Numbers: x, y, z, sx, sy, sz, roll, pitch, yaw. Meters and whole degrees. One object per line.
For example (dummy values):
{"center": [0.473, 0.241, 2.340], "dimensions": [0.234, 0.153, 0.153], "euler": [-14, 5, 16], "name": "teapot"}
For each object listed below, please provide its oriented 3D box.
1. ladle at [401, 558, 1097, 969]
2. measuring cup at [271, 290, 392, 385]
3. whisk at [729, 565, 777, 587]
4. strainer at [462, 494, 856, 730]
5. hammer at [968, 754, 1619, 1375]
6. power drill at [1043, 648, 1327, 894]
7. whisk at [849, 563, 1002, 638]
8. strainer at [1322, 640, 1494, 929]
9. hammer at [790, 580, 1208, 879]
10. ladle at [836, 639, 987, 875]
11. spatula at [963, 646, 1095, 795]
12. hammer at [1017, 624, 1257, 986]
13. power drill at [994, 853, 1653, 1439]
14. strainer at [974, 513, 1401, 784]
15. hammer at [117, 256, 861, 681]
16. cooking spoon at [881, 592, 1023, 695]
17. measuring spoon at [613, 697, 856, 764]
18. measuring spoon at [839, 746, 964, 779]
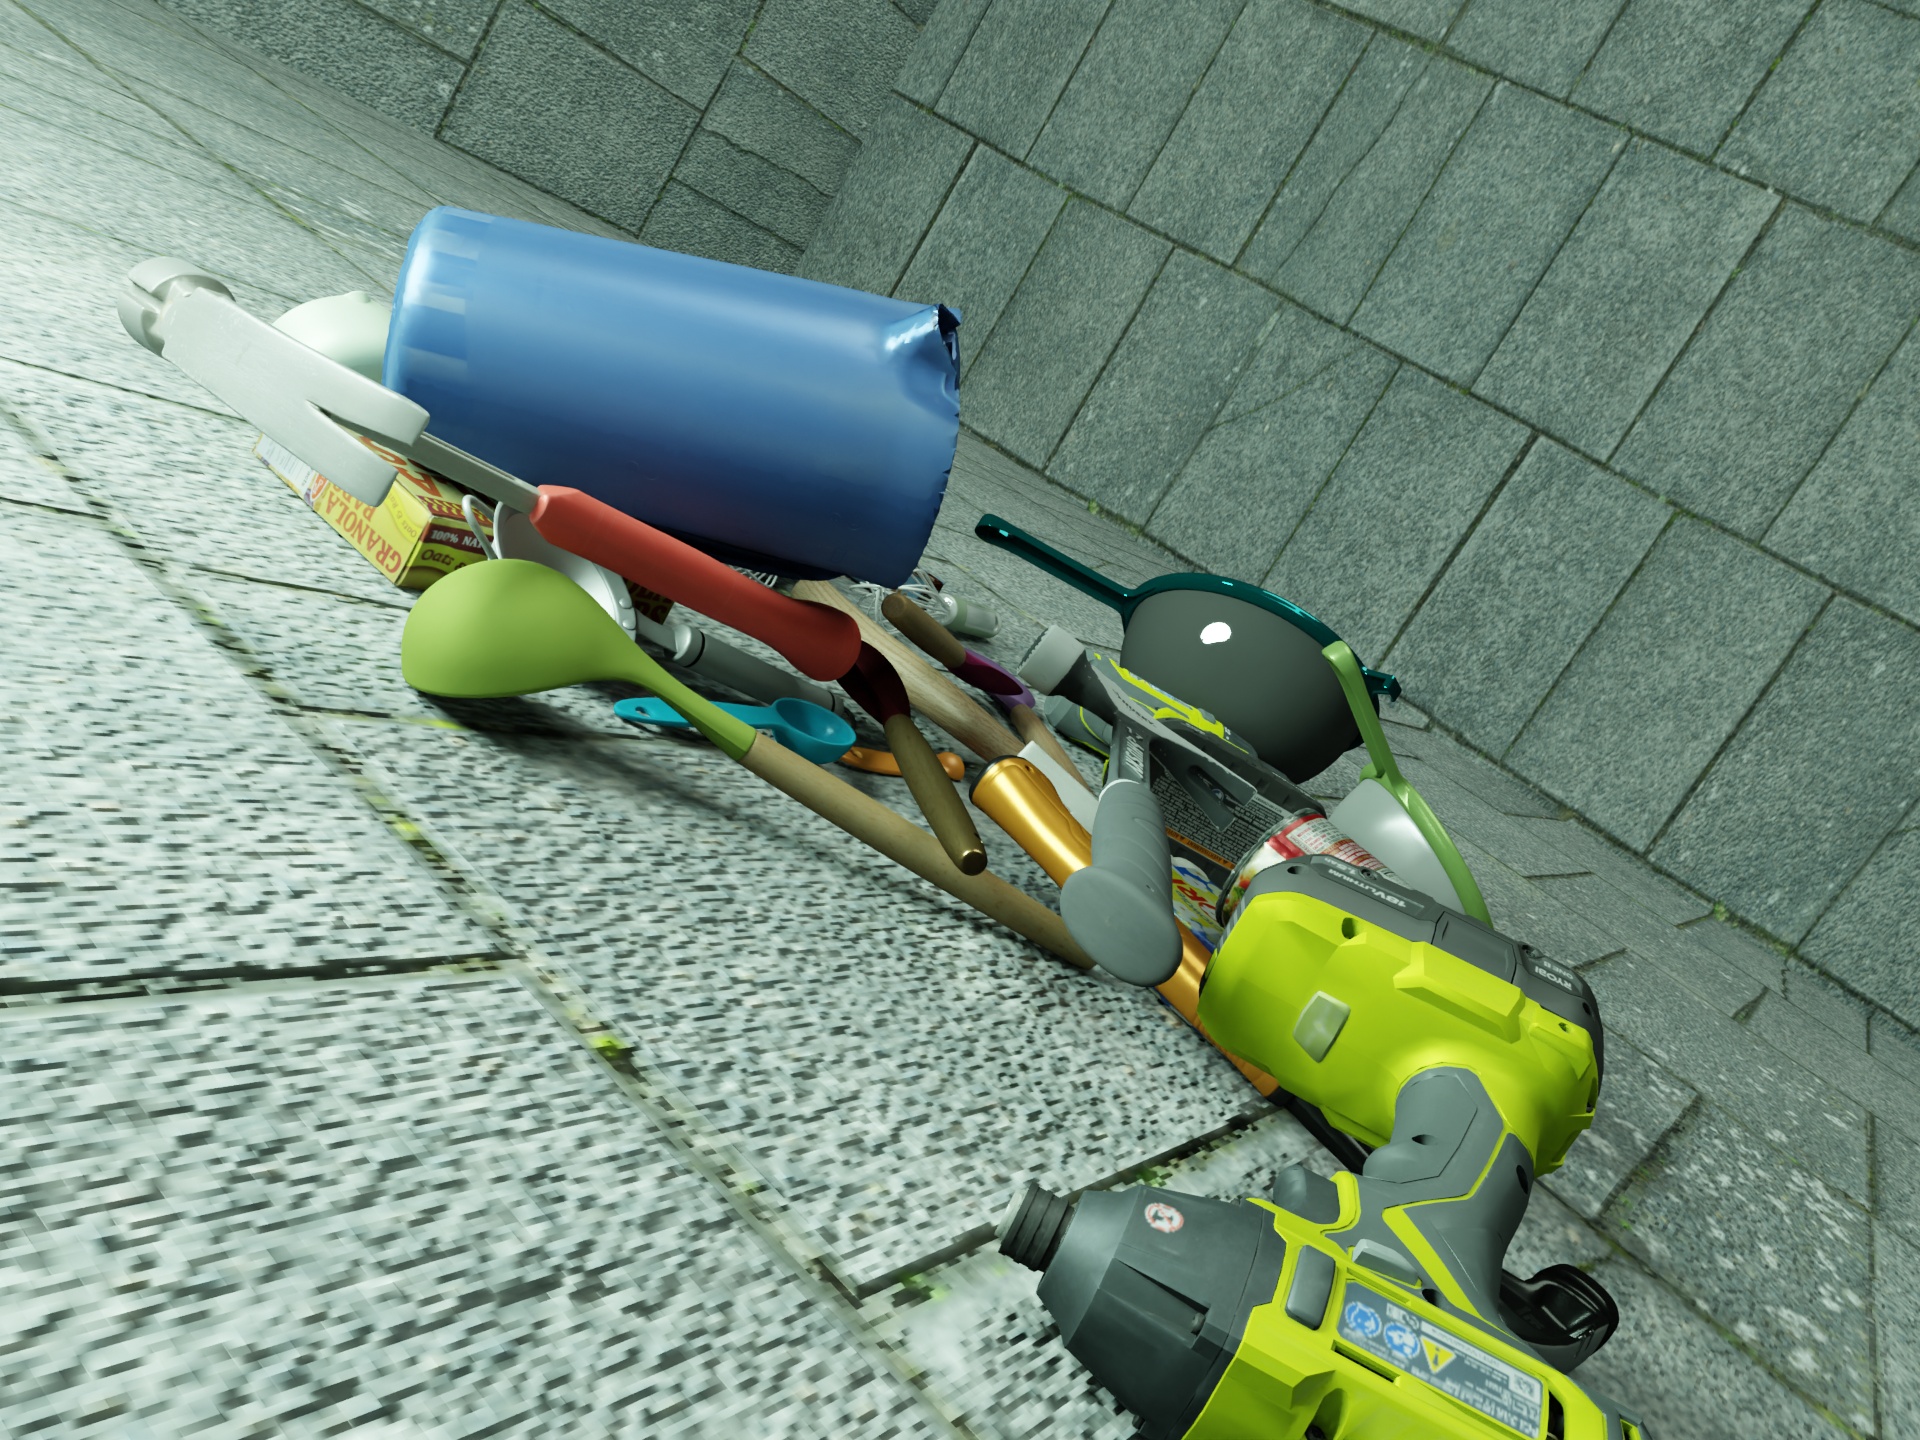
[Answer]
{"center": [-0.072, 0.033, 0.642], "dimensions": [0.320, 0.062, 0.078], "euler": [33, 11, -22], "name": "ladle"}
{"center": [-0.264, -0.161, 0.794], "dimensions": [0.167, 0.083, 0.038], "euler": [0, 46, -47], "name": "measuring cup"}
{"center": [-0.120, -0.106, 1.001], "dimensions": [0.070, 0.070, 0.284], "euler": [32, 6, 3], "name": "whisk"}
{"center": [-0.135, -0.035, 0.734], "dimensions": [0.258, 0.050, 0.087], "euler": [26, 40, -46], "name": "strainer"}
{"center": [0.107, 0.124, 0.638], "dimensions": [0.127, 0.034, 0.337], "euler": [16, 24, -52], "name": "hammer"}
{"center": [0.157, 0.038, 1.044], "dimensions": [0.190, 0.080, 0.229], "euler": [29, 10, -10], "name": "power drill"}
{"center": [-0.016, -0.083, 1.177], "dimensions": [0.059, 0.058, 0.246], "euler": [3, -1, 20], "name": "whisk"}
{"center": [0.252, 0.066, 0.993], "dimensions": [0.256, 0.069, 0.152], "euler": [61, 0, -29], "name": "strainer"}
{"center": [-0.001, -0.003, 0.900], "dimensions": [0.332, 0.031, 0.129], "euler": [39, 2, 41], "name": "hammer"}
{"center": [-0.026, 0.011, 0.736], "dimensions": [0.069, 0.031, 0.316], "euler": [51, 1, -19], "name": "ladle"}
{"center": [0.048, 0.006, 1.039], "dimensions": [0.059, 0.018, 0.316], "euler": [24, 14, -20], "name": "spatula"}
{"center": [0.079, 0.037, 0.717], "dimensions": [0.149, 0.036, 0.409], "euler": [37, 12, -2], "name": "hammer"}
{"center": [0.116, 0.135, 0.480], "dimensions": [0.171, 0.080, 0.223], "euler": [26, 29, 9], "name": "power drill"}
{"center": [0.145, -0.041, 1.205], "dimensions": [0.340, 0.095, 0.211], "euler": [30, -23, 3], "name": "strainer"}
{"center": [-0.134, -0.069, 0.622], "dimensions": [0.149, 0.037, 0.358], "euler": [31, 3, 30], "name": "hammer"}
{"center": [-0.009, -0.041, 0.918], "dimensions": [0.069, 0.017, 0.318], "euler": [27, -1, 10], "name": "cooking spoon"}
{"center": [-0.103, 0.006, 0.717], "dimensions": [0.128, 0.021, 0.042], "euler": [5, 28, -44], "name": "measuring spoon"}
{"center": [-0.030, 0.019, 0.825], "dimensions": [0.021, 0.011, 0.116], "euler": [38, 14, 28], "name": "measuring spoon"}
